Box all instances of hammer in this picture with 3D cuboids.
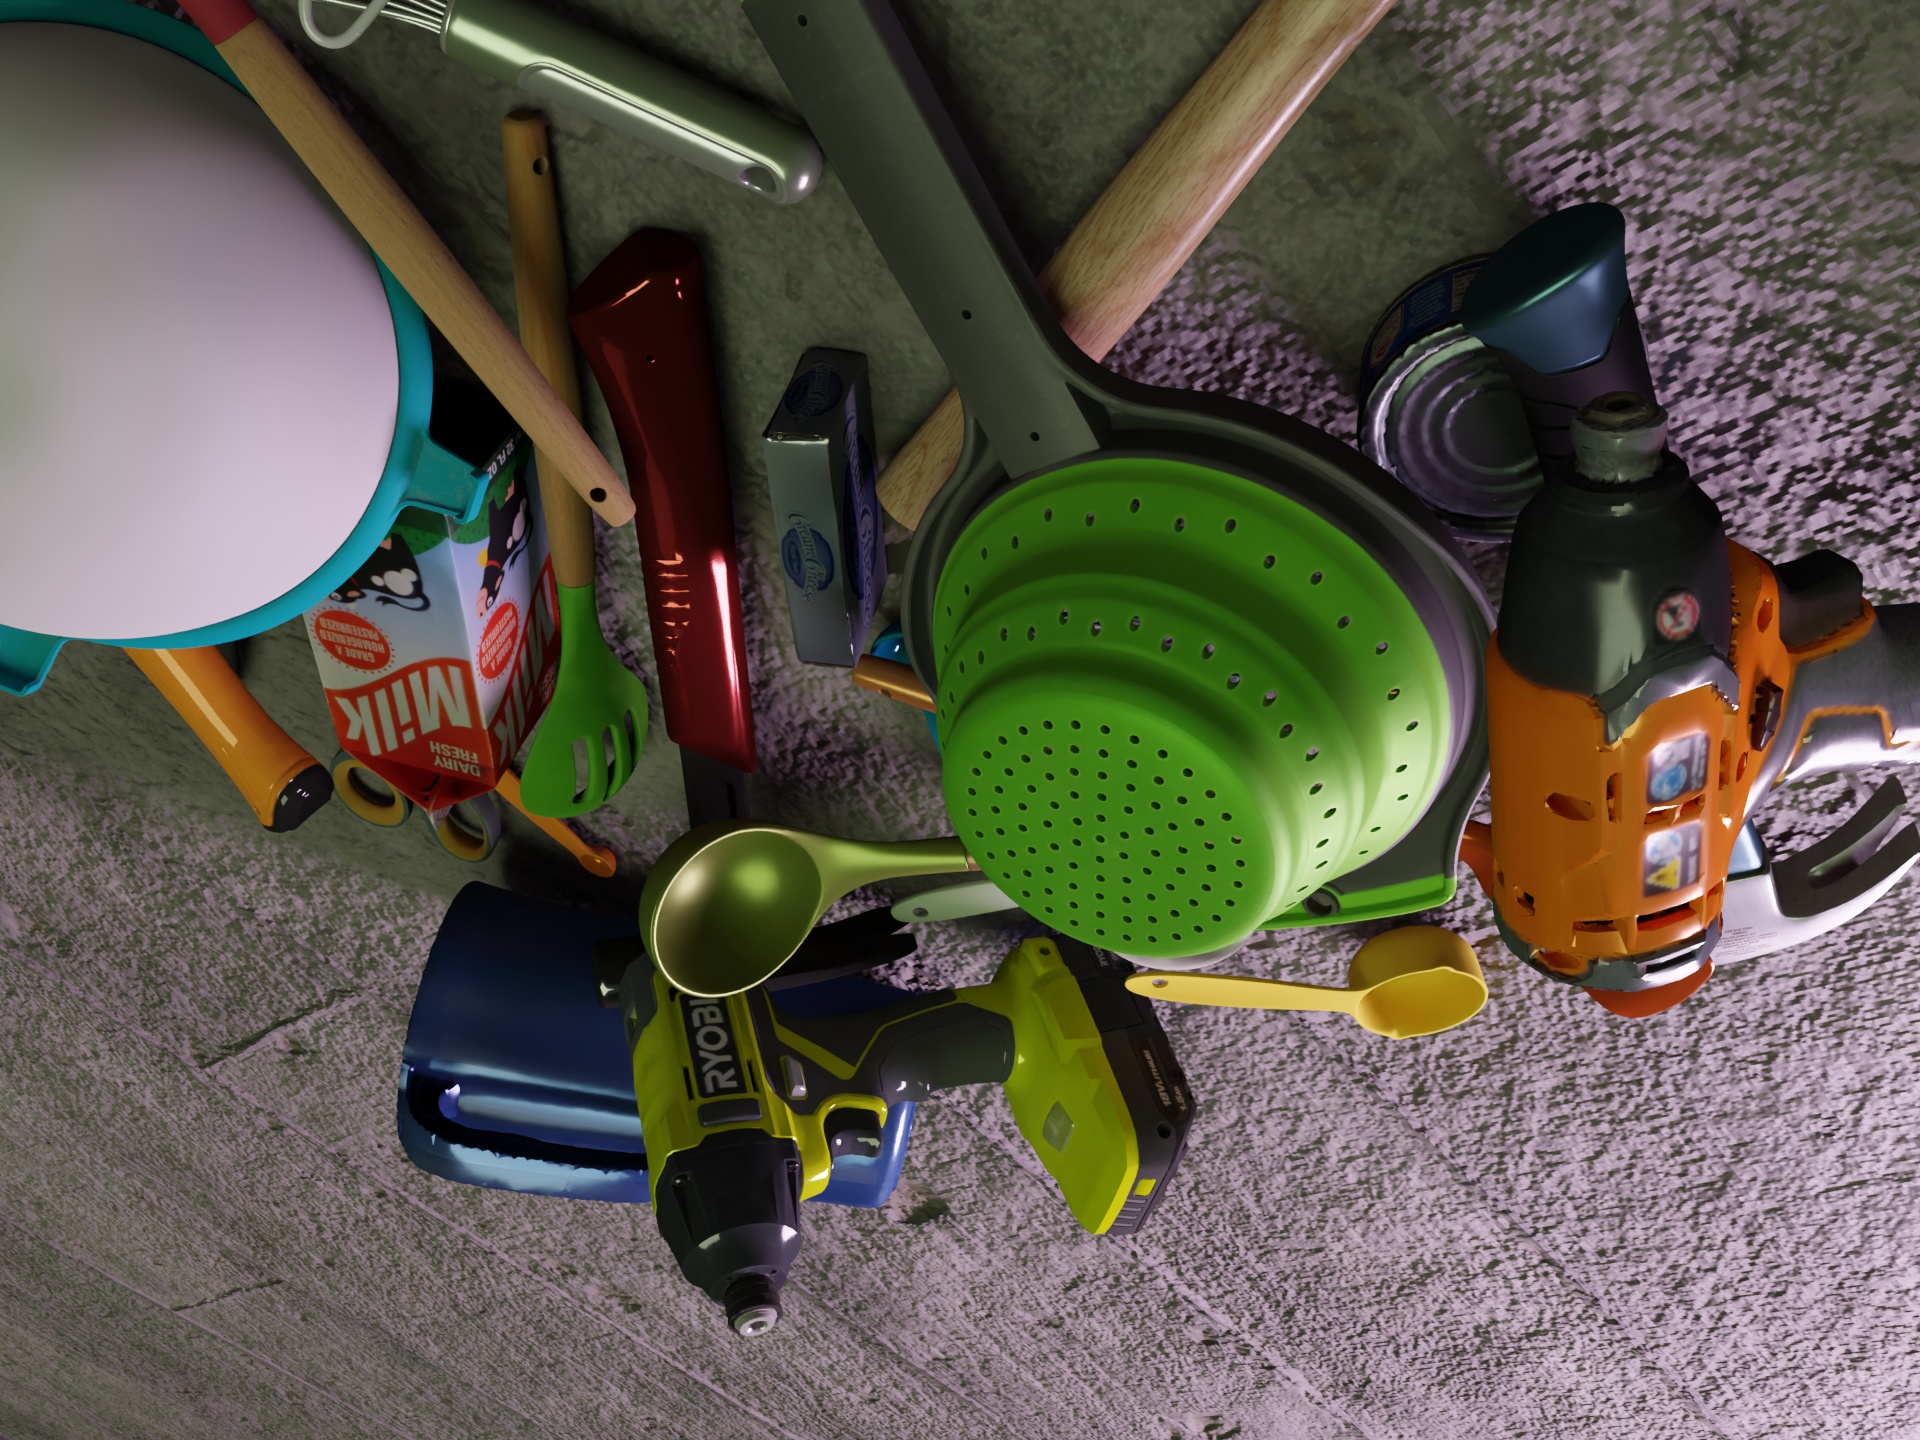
[{"bbox_3d":[0.222,-0.019,0.507,0.128,0.033,0.330,-15,134,24],"label":"hammer"},{"bbox_3d":[0.065,-0.161,0.457,0.130,0.031,0.331,31,136,-14],"label":"hammer"},{"bbox_3d":[-0.093,-0.018,0.635,0.149,0.037,0.358,-9,131,-12],"label":"hammer"},{"bbox_3d":[-0.357,-0.092,0.603,0.127,0.034,0.336,-3,126,45],"label":"hammer"}]

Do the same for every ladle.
[{"bbox_3d":[-0.191,-0.175,0.458,0.069,0.031,0.315,-27,126,11],"label":"ladle"},{"bbox_3d":[0.029,0.057,0.633,0.320,0.062,0.078,-8,124,7],"label":"ladle"}]

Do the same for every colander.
[{"bbox_3d":[0.020,-0.057,0.472,0.204,0.094,0.396,-13,120,38],"label":"colander"}]

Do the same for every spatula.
[{"bbox_3d":[0.109,0.035,0.592,0.322,0.041,0.081,17,157,8],"label":"spatula"}]

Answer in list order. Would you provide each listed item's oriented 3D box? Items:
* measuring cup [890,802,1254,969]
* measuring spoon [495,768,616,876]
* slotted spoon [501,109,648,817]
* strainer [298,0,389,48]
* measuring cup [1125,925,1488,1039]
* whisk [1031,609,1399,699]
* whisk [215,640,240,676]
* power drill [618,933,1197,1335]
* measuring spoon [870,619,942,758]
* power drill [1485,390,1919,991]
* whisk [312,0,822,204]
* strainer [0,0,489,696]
[{"bbox_3d":[0.048,0.083,0.690,0.167,0.038,0.083,-10,133,13],"label":"measuring cup"},{"bbox_3d":[-0.209,0.036,0.770,0.021,0.011,0.116,-18,124,43],"label":"measuring spoon"},{"bbox_3d":[-0.151,-0.075,0.608,0.031,0.070,0.313,30,137,26],"label":"slotted spoon"},{"bbox_3d":[-0.105,-0.279,0.381,0.086,0.050,0.258,21,132,-30],"label":"strainer"},{"bbox_3d":[0.147,0.108,0.685,0.156,0.029,0.062,4,140,-4],"label":"measuring cup"},{"bbox_3d":[0.142,-0.022,0.570,0.245,0.047,0.051,6,148,7],"label":"whisk"},{"bbox_3d":[-0.305,-0.082,0.644,0.073,0.073,0.295,26,143,-9],"label":"whisk"},{"bbox_3d":[-0.023,0.167,0.679,0.223,0.171,0.080,-2,132,-21],"label":"power drill"},{"bbox_3d":[-0.001,-0.002,0.659,0.042,0.021,0.128,3,145,22],"label":"measuring spoon"},{"bbox_3d":[0.247,-0.031,0.420,0.226,0.084,0.164,-18,122,-5],"label":"power drill"},{"bbox_3d":[-0.156,-0.211,0.469,0.246,0.059,0.058,22,163,-11],"label":"whisk"},{"bbox_3d":[-0.302,-0.164,0.461,0.211,0.095,0.340,-20,112,7],"label":"strainer"}]
